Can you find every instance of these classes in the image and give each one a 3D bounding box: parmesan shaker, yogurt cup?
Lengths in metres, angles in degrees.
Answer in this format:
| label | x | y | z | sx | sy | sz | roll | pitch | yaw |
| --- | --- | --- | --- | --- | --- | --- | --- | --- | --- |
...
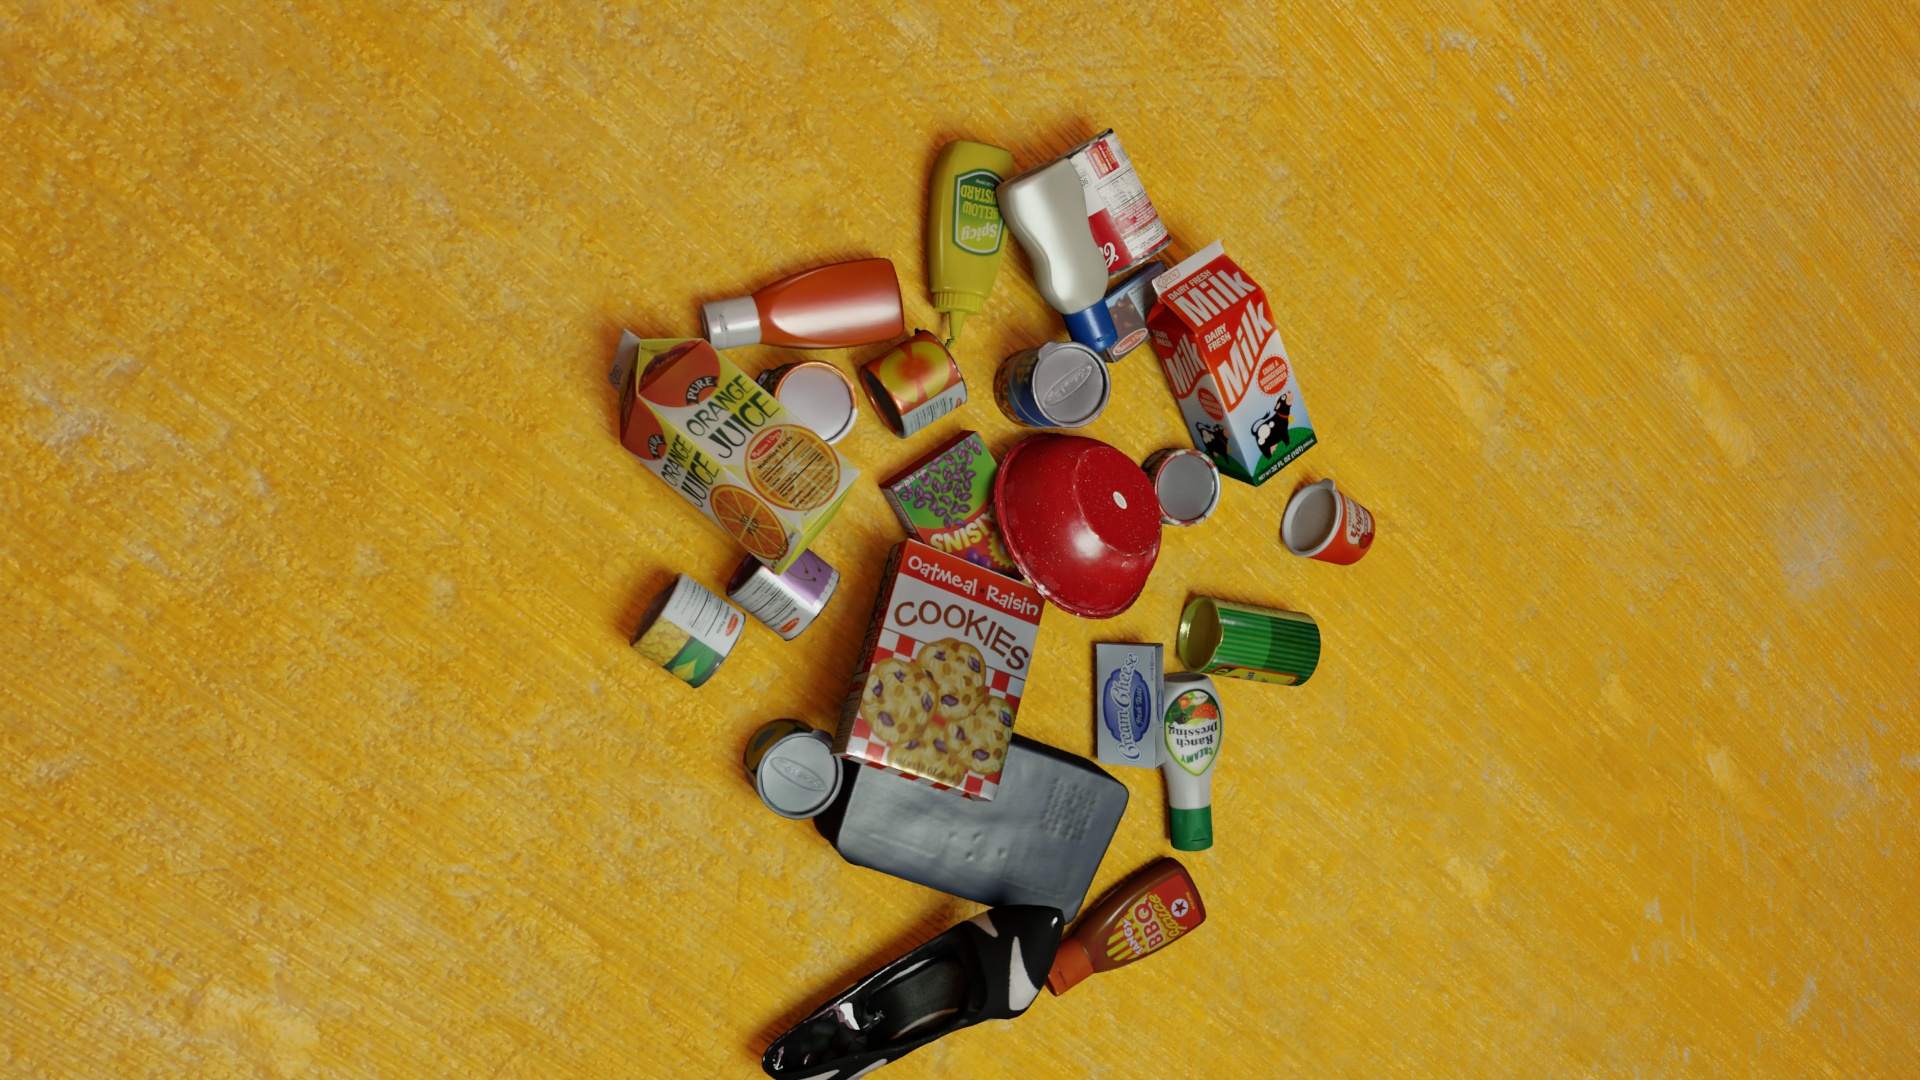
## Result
| label | x | y | z | sx | sy | sz | roll | pitch | yaw |
| --- | --- | --- | --- | --- | --- | --- | --- | --- | --- |
| parmesan shaker | 0.247 | 0.087 | 1.182 | 0.103 | 0.071 | 0.071 | 10 | 91 | -20 |
| yogurt cup | 0.322 | -0.011 | 1.208 | 0.054 | 0.072 | 0.072 | 20 | 87 | -28 |

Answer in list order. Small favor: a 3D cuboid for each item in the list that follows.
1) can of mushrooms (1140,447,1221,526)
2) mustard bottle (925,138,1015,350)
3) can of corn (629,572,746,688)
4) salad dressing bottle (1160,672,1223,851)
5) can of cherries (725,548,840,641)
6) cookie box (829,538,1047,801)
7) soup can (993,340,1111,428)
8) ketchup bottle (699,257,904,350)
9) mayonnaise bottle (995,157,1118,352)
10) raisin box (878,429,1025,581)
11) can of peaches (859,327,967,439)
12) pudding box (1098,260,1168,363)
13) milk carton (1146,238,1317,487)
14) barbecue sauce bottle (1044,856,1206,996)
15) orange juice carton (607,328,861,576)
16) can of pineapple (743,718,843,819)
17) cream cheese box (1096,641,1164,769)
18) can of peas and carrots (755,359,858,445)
| label | x | y | z | sx | sy | sz | roll | pitch | yaw |
| --- | --- | --- | --- | --- | --- | --- | --- | --- | --- |
| can of mushrooms | 0.182 | -0.045 | 1.169 | 0.071 | 0.033 | 0.071 | -2 | 95 | -20 |
| mustard bottle | 0.004 | -0.227 | 1.082 | 0.065 | 0.049 | 0.160 | 5 | 92 | -23 |
| can of corn | -0.202 | 0.067 | 1.021 | 0.058 | 0.071 | 0.071 | 37 | 82 | -18 |
| salad dressing bottle | 0.194 | 0.189 | 1.184 | 0.064 | 0.044 | 0.147 | -5 | 96 | -14 |
| can of cherries | -0.133 | 0.031 | 1.044 | 0.058 | 0.071 | 0.071 | 39 | 81 | -18 |
| cookie box | -0.014 | 0.097 | 1.040 | 0.123 | 0.040 | 0.168 | 22 | 71 | -20 |
| soup can | 0.070 | -0.124 | 1.095 | 0.071 | 0.084 | 0.071 | -2 | 95 | -20 |
| ketchup bottle | -0.119 | -0.172 | 1.044 | 0.149 | 0.043 | 0.064 | -12 | 97 | -19 |
| mayonnaise bottle | 0.081 | -0.217 | 1.078 | 0.065 | 0.041 | 0.147 | -29 | 113 | -14 |
| raisin box | 0.004 | -0.014 | 1.103 | 0.086 | 0.040 | 0.123 | -34 | 104 | -14 |
| can of peaches | -0.038 | -0.121 | 1.067 | 0.058 | 0.071 | 0.071 | -33 | 104 | -14 |
| pudding box | 0.141 | -0.189 | 1.145 | 0.084 | 0.030 | 0.049 | -37 | 106 | -14 |
| milk carton | 0.215 | -0.145 | 1.131 | 0.072 | 0.073 | 0.190 | -34 | 118 | -14 |
| barbecue sauce bottle | 0.133 | 0.330 | 1.173 | 0.149 | 0.043 | 0.064 | -27 | 104 | -16 |
| orange juice carton | -0.173 | -0.072 | 0.990 | 0.193 | 0.071 | 0.073 | 40 | 56 | 1 |
| can of pineapple | -0.127 | 0.172 | 1.058 | 0.071 | 0.058 | 0.071 | -2 | 95 | -20 |
| cream cheese box | 0.141 | 0.136 | 1.157 | 0.024 | 0.053 | 0.103 | -10 | 100 | -63 |
| can of peas and carrots | -0.117 | -0.104 | 1.042 | 0.071 | 0.058 | 0.071 | -2 | 94 | -20 |
